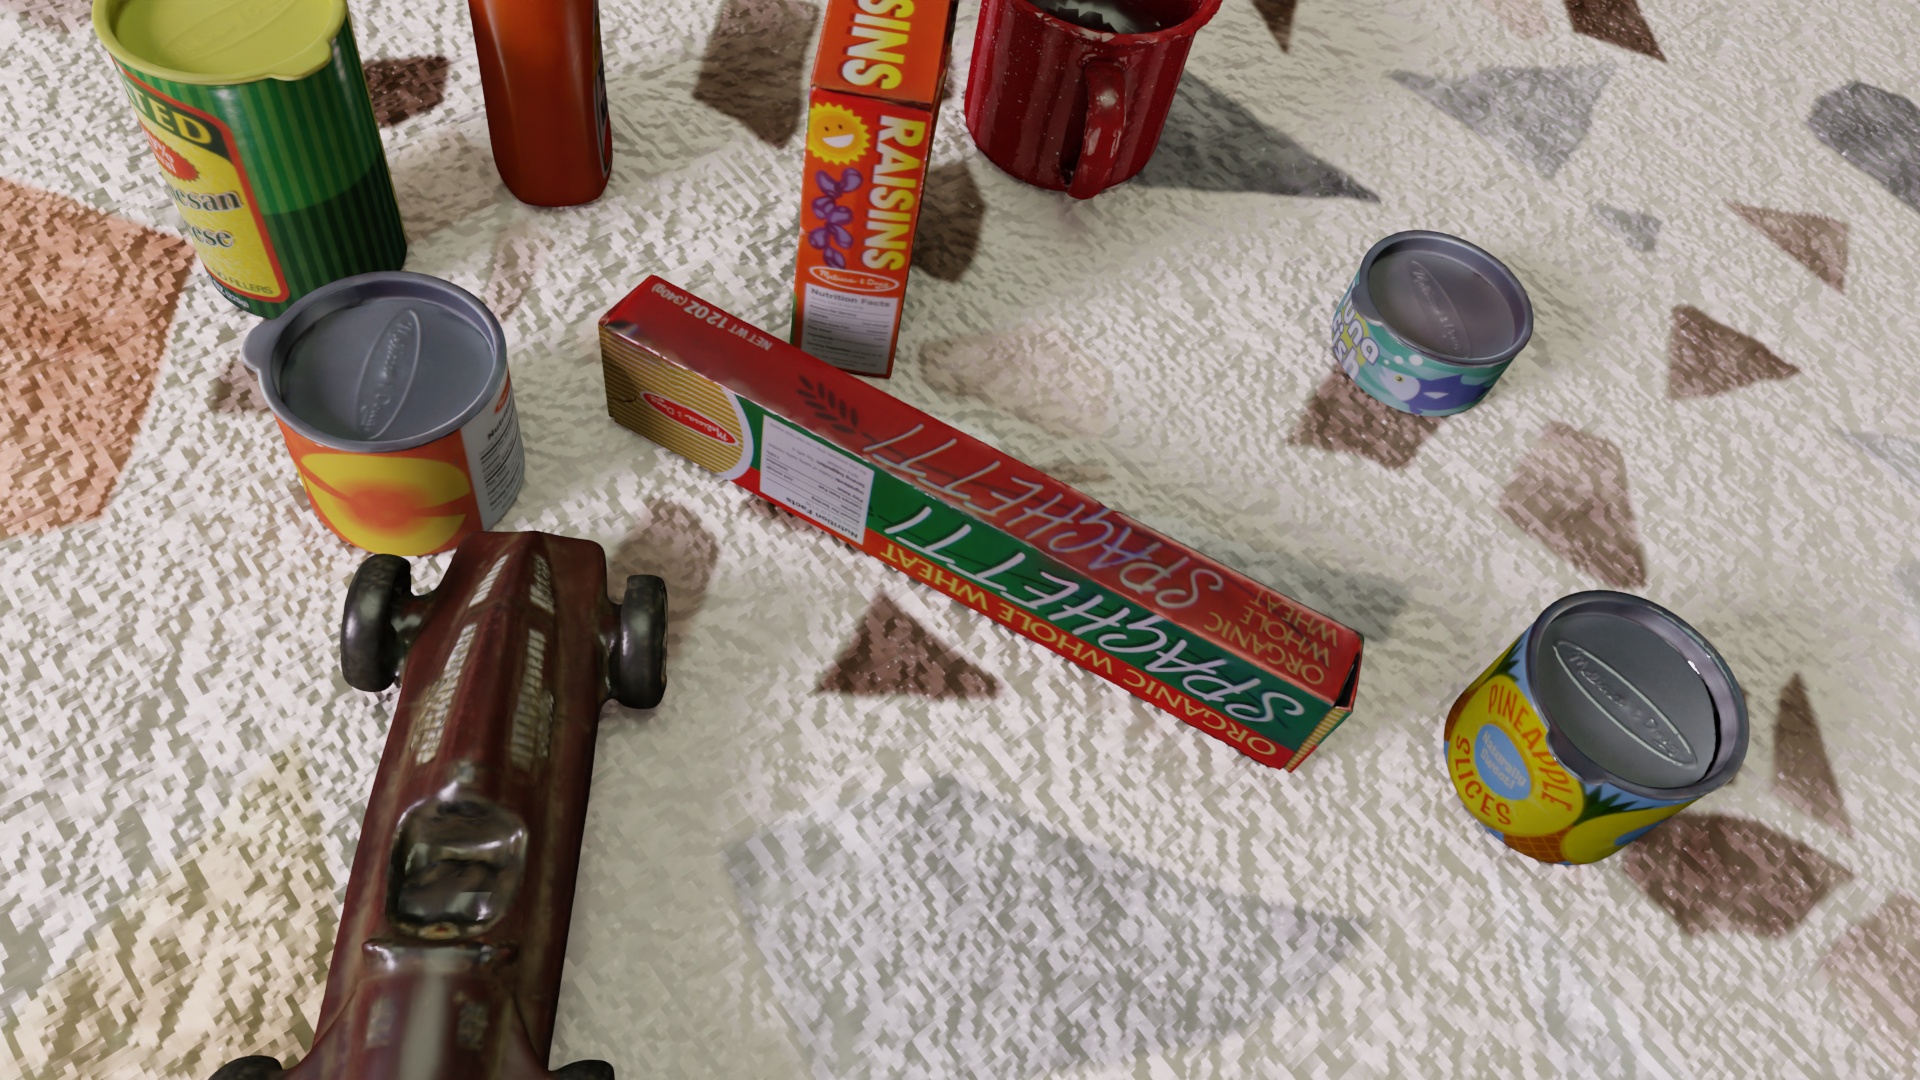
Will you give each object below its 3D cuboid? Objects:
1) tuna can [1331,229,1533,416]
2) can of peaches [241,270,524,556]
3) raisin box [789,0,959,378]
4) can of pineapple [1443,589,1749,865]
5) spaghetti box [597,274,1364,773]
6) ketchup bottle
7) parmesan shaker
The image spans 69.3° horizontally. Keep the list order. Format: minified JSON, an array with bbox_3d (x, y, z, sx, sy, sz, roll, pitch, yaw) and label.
[{"bbox_3d":[0.173,-0.081,0.519,0.071,0.032,0.071,5,57,-7],"label":"tuna can"},{"bbox_3d":[-0.169,-0.037,0.415,0.071,0.057,0.071,5,57,-7],"label":"can of peaches"},{"bbox_3d":[-0.029,-0.126,0.458,0.040,0.122,0.086,9,56,-4],"label":"raisin box"},{"bbox_3d":[0.186,0.058,0.416,0.071,0.057,0.071,5,57,-7],"label":"can of pineapple"},{"bbox_3d":[0.002,-0.005,0.429,0.250,0.050,0.029,27,57,8],"label":"spaghetti box"},{"bbox_3d":[-0.142,-0.185,0.462,0.043,0.148,0.065,-8,59,-15],"label":"ketchup bottle"},{"bbox_3d":[-0.216,-0.124,0.437,0.071,0.102,0.071,5,57,-7],"label":"parmesan shaker"}]
